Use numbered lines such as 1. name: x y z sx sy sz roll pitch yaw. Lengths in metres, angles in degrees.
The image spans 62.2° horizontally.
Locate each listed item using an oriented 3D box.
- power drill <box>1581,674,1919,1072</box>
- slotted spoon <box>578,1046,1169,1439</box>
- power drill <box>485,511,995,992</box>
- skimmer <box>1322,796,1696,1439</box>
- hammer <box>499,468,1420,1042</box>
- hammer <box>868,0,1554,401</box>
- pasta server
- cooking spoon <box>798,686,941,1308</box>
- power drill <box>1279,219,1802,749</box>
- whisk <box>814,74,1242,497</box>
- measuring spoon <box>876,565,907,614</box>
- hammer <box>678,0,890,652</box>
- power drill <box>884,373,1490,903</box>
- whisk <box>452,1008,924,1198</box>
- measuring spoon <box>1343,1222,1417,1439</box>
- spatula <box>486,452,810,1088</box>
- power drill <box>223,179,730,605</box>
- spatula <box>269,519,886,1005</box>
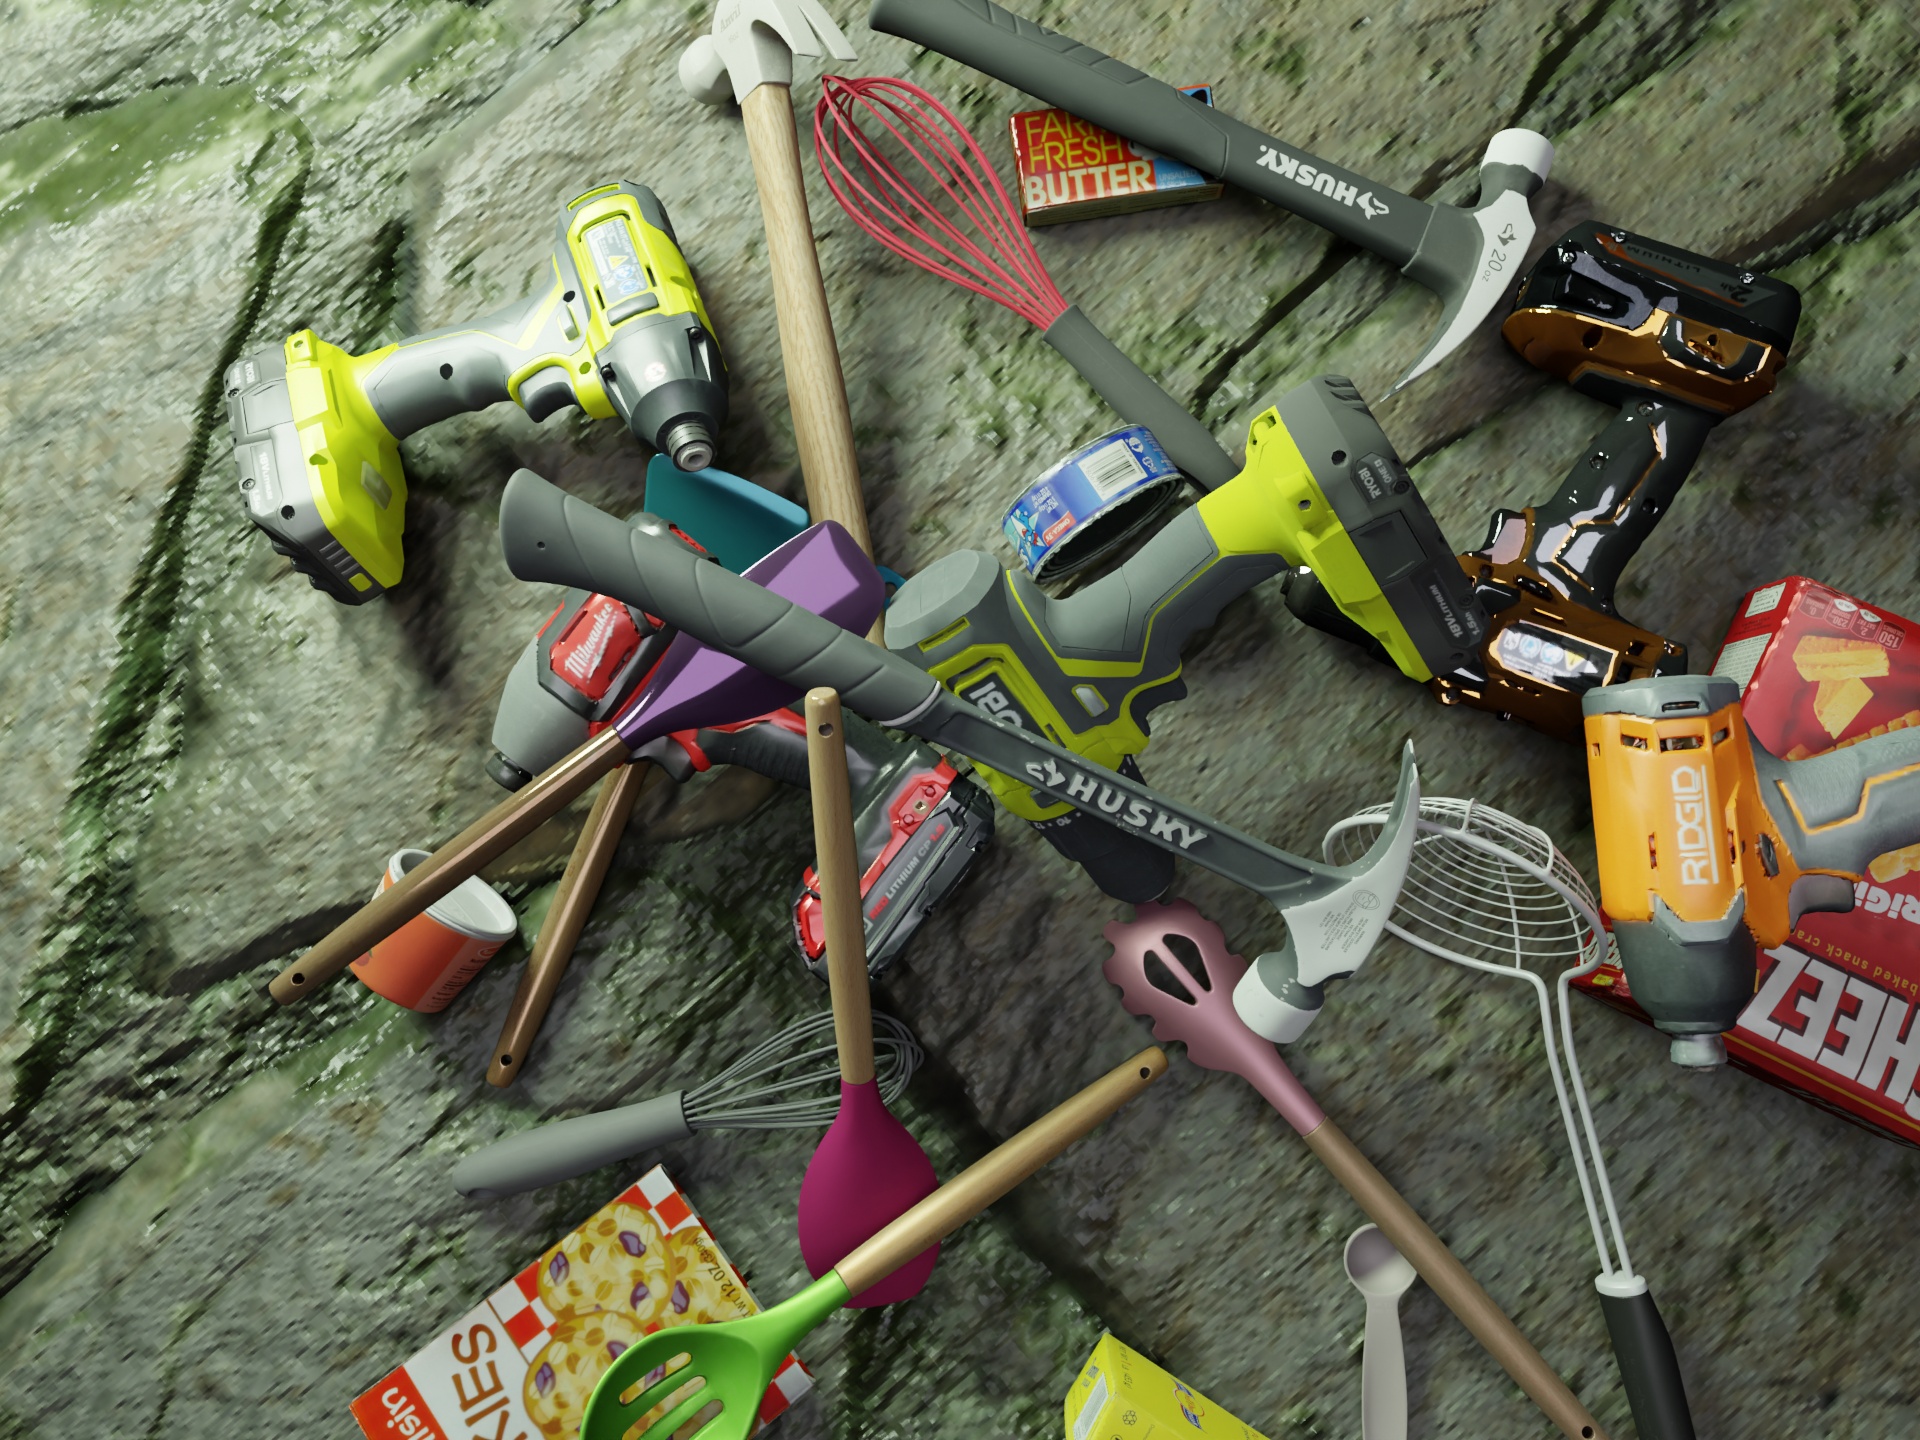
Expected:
1. power drill: 0.381 0.058 0.654 0.226 0.084 0.164 -4 86 8
2. slotted spoon: -0.030 0.240 0.718 0.314 0.031 0.070 -32 93 -17
3. power drill: -0.104 0.023 0.735 0.219 0.078 0.143 39 88 -5
4. skimmer: 0.260 0.204 0.710 0.090 0.127 0.363 -16 90 -30
5. hammer: -0.001 -0.002 0.662 0.409 0.036 0.149 26 121 -5
6. hammer: 0.113 -0.277 0.767 0.334 0.035 0.146 23 82 -3
7. pasta server: 0.181 0.207 0.732 0.060 0.040 0.316 -41 81 -2
8. cooking spoon: -0.047 0.135 0.699 0.068 0.017 0.318 -7 113 -8
9. power drill: 0.270 -0.112 0.750 0.185 0.084 0.226 21 90 7
10. whisk: 0.034 -0.210 0.782 0.073 0.073 0.296 -45 89 -2
11. measuring spoon: -0.005 -0.026 0.789 0.042 0.021 0.129 -38 74 -3
12. hammer: -0.074 -0.190 0.771 0.031 0.130 0.331 -11 92 -31
13. power drill: 0.106 -0.027 0.704 0.228 0.080 0.190 -30 115 17
14. whisk: -0.132 0.187 0.757 0.239 0.055 0.055 -18 84 5
15. measuring spoon: 0.197 0.295 0.746 0.034 0.018 0.124 -1 91 5
16. spatula: -0.168 0.031 0.775 0.082 0.044 0.317 22 87 -5
17. power drill: -0.224 -0.151 0.759 0.223 0.080 0.171 -24 59 1
18. spatula: -0.165 0.025 0.688 0.316 0.018 0.060 -36 94 -3
